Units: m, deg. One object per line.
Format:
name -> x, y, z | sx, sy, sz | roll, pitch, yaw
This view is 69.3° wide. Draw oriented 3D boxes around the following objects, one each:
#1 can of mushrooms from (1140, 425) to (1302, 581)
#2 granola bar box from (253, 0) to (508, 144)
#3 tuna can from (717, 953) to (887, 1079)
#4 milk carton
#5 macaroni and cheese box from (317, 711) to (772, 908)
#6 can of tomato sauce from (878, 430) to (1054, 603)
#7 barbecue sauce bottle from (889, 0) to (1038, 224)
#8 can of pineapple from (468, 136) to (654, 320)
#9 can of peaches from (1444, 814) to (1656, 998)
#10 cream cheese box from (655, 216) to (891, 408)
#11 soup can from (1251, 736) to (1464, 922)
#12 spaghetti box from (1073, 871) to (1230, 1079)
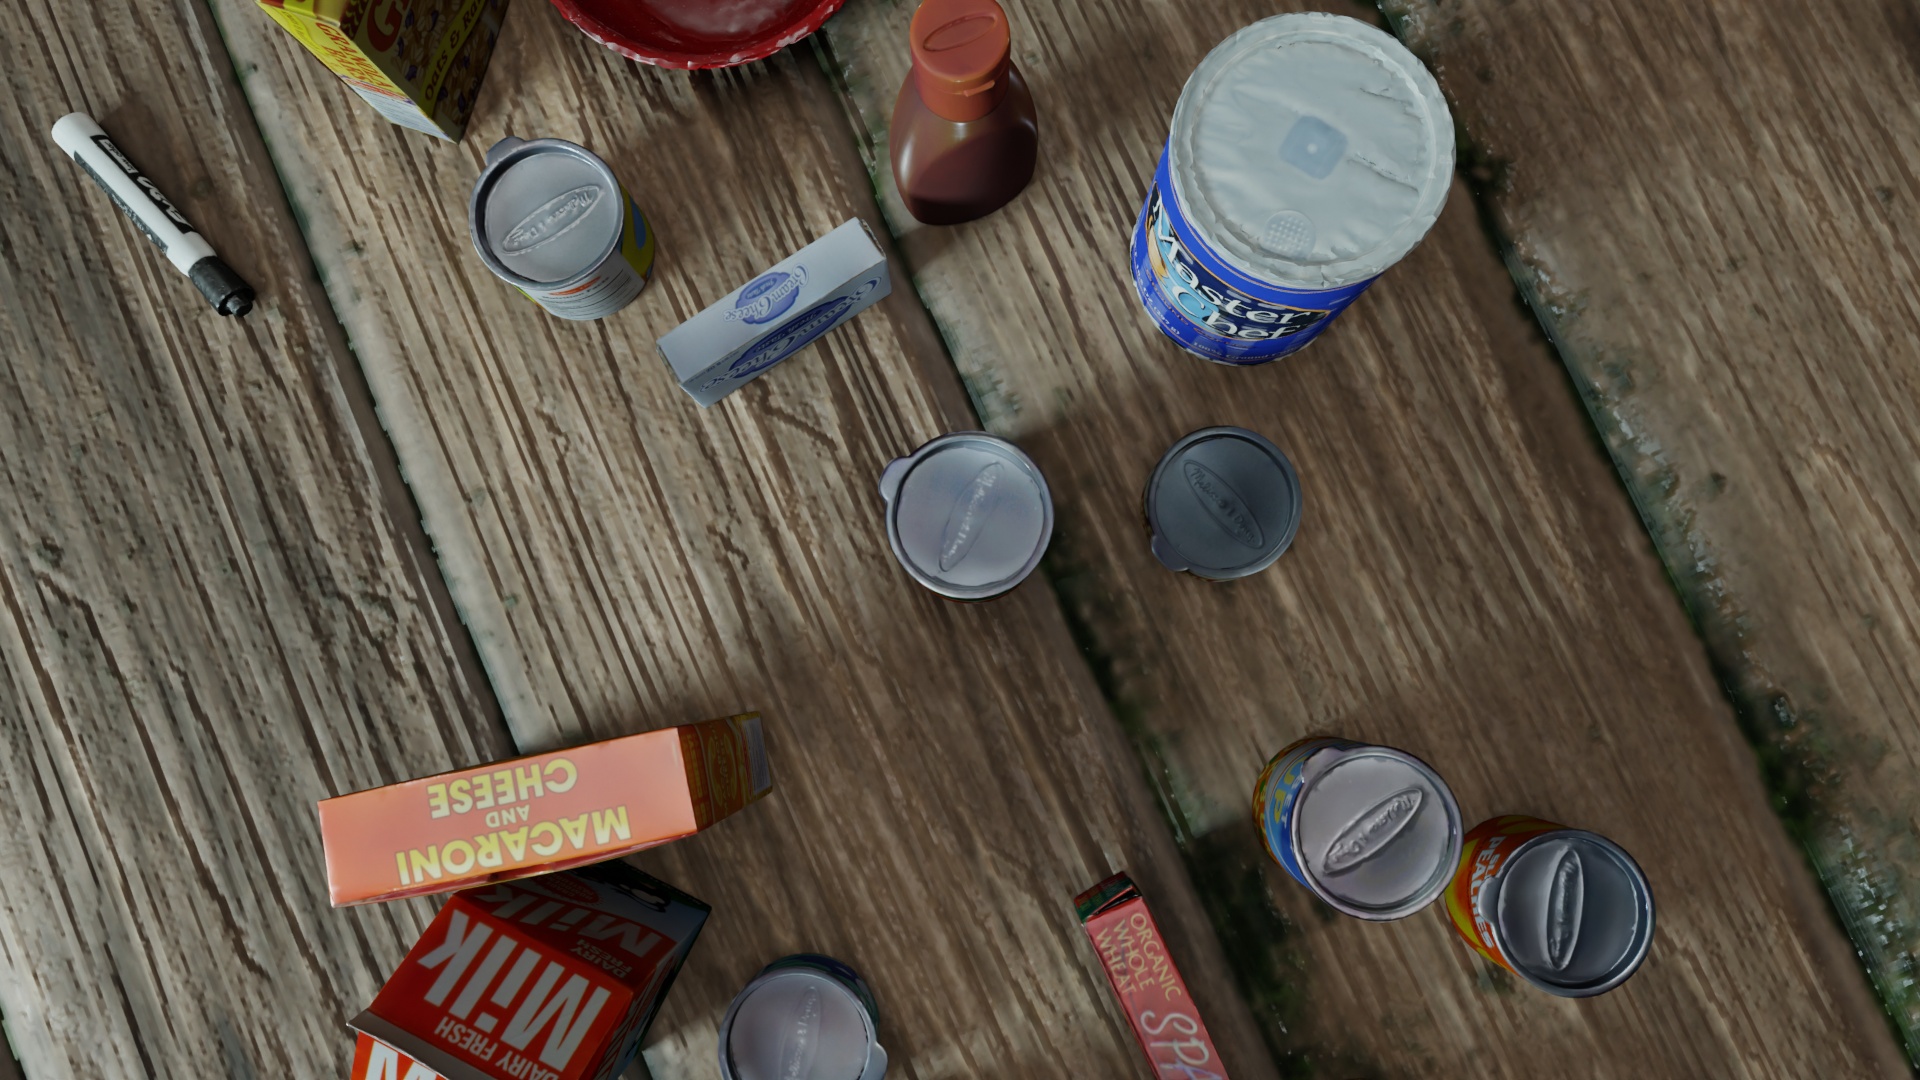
can of mushrooms -> 0.111, -0.014, 0.608 | 0.071, 0.033, 0.071 | 0, 85, 1
granola bar box -> -0.227, -0.272, 0.591 | 0.039, 0.124, 0.165 | 16, 85, 2
tuna can -> -0.065, 0.211, 0.588 | 0.071, 0.033, 0.071 | 0, 85, 1
milk carton -> -0.156, 0.170, 0.514 | 0.072, 0.190, 0.073 | 27, 86, 3
macaroni and cheese box -> -0.146, 0.098, 0.533 | 0.124, 0.166, 0.040 | -12, 85, 0
can of tomato sauce -> 0.002, -0.007, 0.584 | 0.071, 0.083, 0.071 | 0, 85, 1
barbecue sauce bottle -> 0.001, -0.174, 0.567 | 0.065, 0.148, 0.043 | -22, 85, -1
can of pineapple -> -0.174, -0.137, 0.611 | 0.071, 0.058, 0.071 | 0, 85, 1
can of peaches -> 0.241, 0.149, 0.579 | 0.071, 0.058, 0.071 | 0, 85, 1
cream cheese box -> -0.080, -0.099, 0.608 | 0.104, 0.053, 0.024 | -32, 85, -2
soup can -> 0.158, 0.113, 0.570 | 0.071, 0.083, 0.071 | 0, 85, 1
spaghetti box -> 0.113, 0.258, 0.573 | 0.029, 0.050, 0.250 | -26, 85, -2
